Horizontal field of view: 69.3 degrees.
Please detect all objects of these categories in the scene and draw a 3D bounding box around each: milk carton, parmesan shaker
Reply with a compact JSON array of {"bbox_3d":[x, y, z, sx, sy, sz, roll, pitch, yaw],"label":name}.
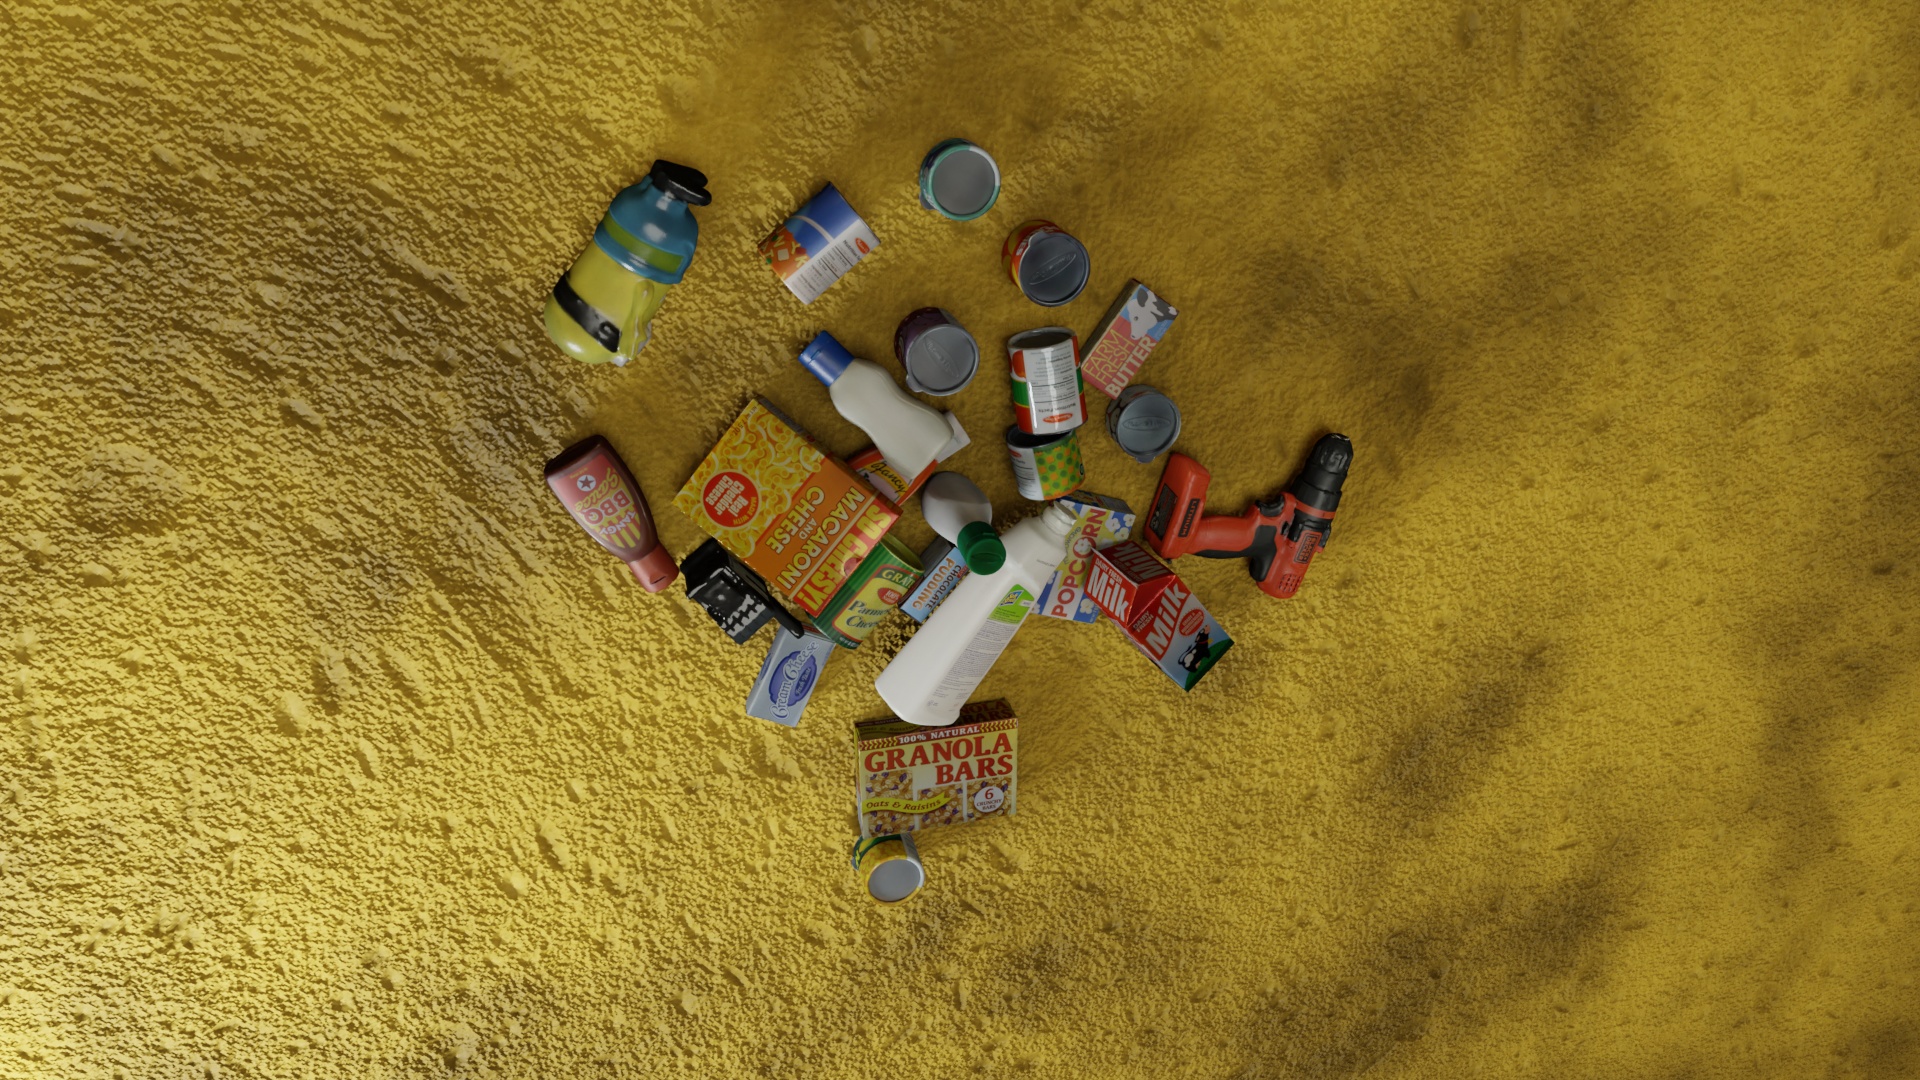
[{"bbox_3d":[0.189,0.067,1.373,0.073,0.072,0.190,-47,133,-1],"label":"milk carton"},{"bbox_3d":[-0.090,0.046,1.319,0.071,0.071,0.103,36,101,-27],"label":"parmesan shaker"}]

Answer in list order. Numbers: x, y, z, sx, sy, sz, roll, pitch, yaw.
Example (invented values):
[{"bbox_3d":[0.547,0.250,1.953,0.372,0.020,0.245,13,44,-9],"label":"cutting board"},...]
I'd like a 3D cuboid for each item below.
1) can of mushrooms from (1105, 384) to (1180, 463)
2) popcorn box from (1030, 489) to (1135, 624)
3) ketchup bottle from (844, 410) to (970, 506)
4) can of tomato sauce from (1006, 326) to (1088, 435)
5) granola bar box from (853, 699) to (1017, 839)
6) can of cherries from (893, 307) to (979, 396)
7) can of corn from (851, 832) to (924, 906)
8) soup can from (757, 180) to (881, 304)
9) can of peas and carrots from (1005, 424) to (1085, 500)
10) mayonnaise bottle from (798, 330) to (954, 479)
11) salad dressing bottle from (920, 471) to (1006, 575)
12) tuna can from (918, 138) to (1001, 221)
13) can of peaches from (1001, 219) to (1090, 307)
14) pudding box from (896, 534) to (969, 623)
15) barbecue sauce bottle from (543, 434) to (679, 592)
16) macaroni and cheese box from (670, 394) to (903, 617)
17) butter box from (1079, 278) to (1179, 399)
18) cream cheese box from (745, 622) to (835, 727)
[{"bbox_3d":[0.175,-0.113,1.339,0.071,0.033,0.070,-7,116,-14],"label":"can of mushrooms"},{"bbox_3d":[0.110,0.015,1.377,0.085,0.038,0.126,12,110,-20],"label":"popcorn box"},{"bbox_3d":[-0.062,-0.065,1.287,0.149,0.043,0.064,-34,110,1],"label":"ketchup bottle"},{"bbox_3d":[0.079,-0.148,1.277,0.071,0.071,0.082,-14,114,-9],"label":"can of tomato sauce"},{"bbox_3d":[-0.025,0.237,1.440,0.166,0.039,0.123,-7,116,-13],"label":"granola bar box"},{"bbox_3d":[-0.024,-0.168,1.242,0.071,0.058,0.071,-7,117,-14],"label":"can of cherries"},{"bbox_3d":[-0.077,0.343,1.463,0.071,0.058,0.070,-6,115,-13],"label":"can of corn"},{"bbox_3d":[-0.121,-0.252,1.173,0.083,0.071,0.071,-40,118,5],"label":"soup can"},{"bbox_3d":[0.083,-0.079,1.310,0.071,0.071,0.058,-19,119,-7],"label":"can of peas and carrots"},{"bbox_3d":[-0.077,-0.124,1.233,0.148,0.041,0.064,42,105,-8],"label":"mayonnaise bottle"},{"bbox_3d":[0.005,-0.016,1.269,0.064,0.148,0.043,6,113,-18],"label":"salad dressing bottle"},{"bbox_3d":[-0.002,-0.309,1.197,0.071,0.033,0.070,-6,115,-14],"label":"tuna can"},{"bbox_3d":[0.074,-0.249,1.233,0.071,0.058,0.071,-6,116,-13],"label":"can of peaches"},{"bbox_3d":[-0.027,0.034,1.339,0.030,0.050,0.083,38,99,-24],"label":"pudding box"},{"bbox_3d":[-0.304,-0.019,1.238,0.065,0.044,0.148,-31,119,-2],"label":"barbecue sauce bottle"},{"bbox_3d":[-0.154,-0.030,1.244,0.166,0.040,0.123,39,100,-4],"label":"macaroni and cheese box"},{"bbox_3d":[0.153,-0.188,1.303,0.053,0.024,0.103,30,103,-25],"label":"butter box"},{"bbox_3d":[-0.167,0.130,1.358,0.053,0.024,0.103,19,107,-23],"label":"cream cheese box"}]
